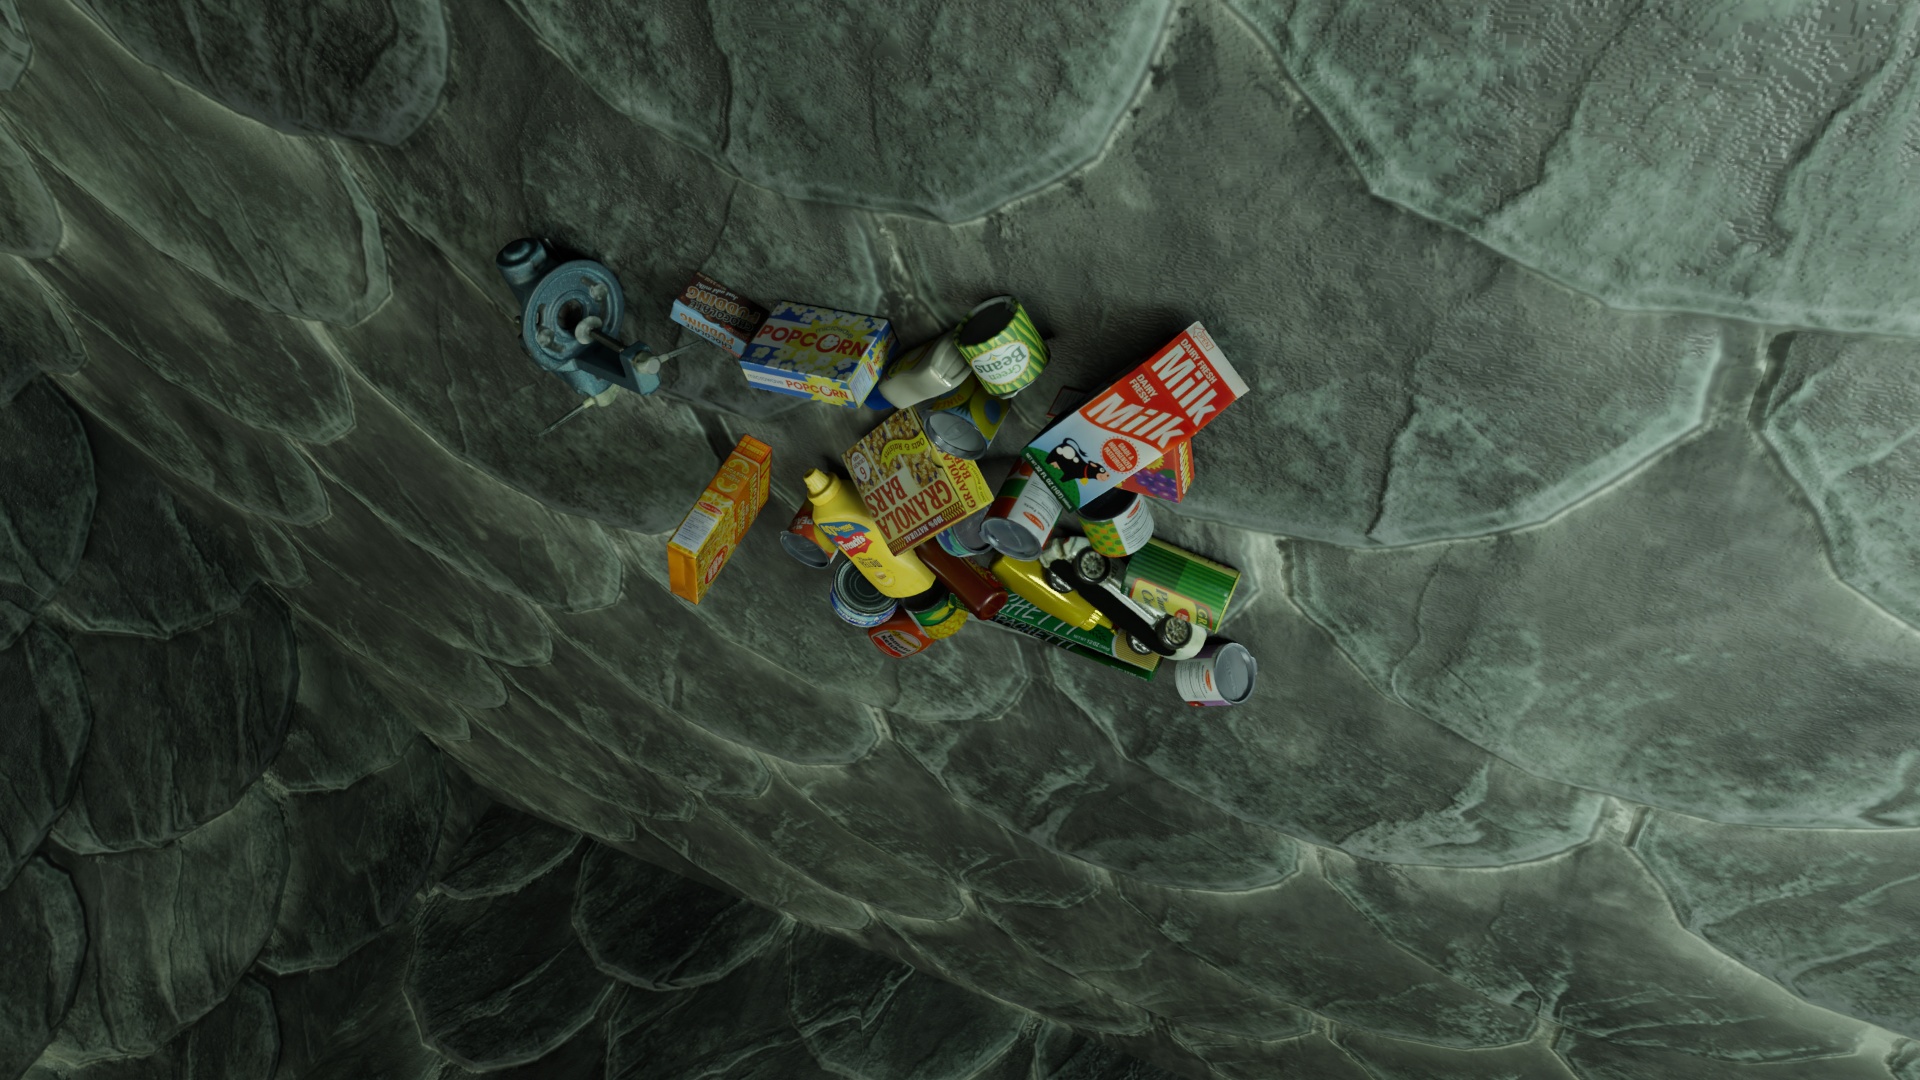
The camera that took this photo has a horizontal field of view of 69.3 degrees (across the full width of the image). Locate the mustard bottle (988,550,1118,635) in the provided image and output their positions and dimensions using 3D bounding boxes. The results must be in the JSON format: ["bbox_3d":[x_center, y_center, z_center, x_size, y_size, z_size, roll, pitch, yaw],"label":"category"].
[{"bbox_3d":[0.108,0.056,1.508,0.160,0.049,0.065,34,160,-11],"label":"mustard bottle"}]

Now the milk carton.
[{"bbox_3d":[0.147,-0.105,1.152,0.189,0.074,0.072,-33,98,40],"label":"milk carton"}]

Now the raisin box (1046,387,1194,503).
[{"bbox_3d":[0.146,-0.086,1.260,0.123,0.040,0.085,16,148,24],"label":"raisin box"}]

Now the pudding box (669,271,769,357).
[{"bbox_3d":[-0.238,-0.222,1.368,0.084,0.050,0.030,30,149,-2],"label":"pudding box"}]

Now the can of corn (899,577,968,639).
[{"bbox_3d":[-0.028,0.074,1.642,0.071,0.071,0.058,7,145,34],"label":"can of corn"}]

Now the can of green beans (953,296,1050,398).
[{"bbox_3d":[0.036,-0.168,1.197,0.071,0.071,0.057,0,140,41],"label":"can of green beans"}]

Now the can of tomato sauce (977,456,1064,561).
[{"bbox_3d":[0.065,-0.032,1.370,0.071,0.083,0.070,22,150,13],"label":"can of tomato sauce"}]

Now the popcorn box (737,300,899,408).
[{"bbox_3d":[-0.135,-0.177,1.313,0.127,0.085,0.038,14,147,25],"label":"popcorn box"}]

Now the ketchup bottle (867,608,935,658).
[{"bbox_3d":[-0.056,0.110,1.745,0.064,0.044,0.148,39,149,-18],"label":"ketchup bottle"}]

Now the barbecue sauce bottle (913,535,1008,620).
[{"bbox_3d":[-0.013,0.023,1.520,0.149,0.043,0.065,45,-178,18],"label":"barbecue sauce bottle"}]

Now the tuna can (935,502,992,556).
[{"bbox_3d":[0.005,-0.018,1.464,0.071,0.071,0.032,43,149,-23],"label":"tuna can"}]

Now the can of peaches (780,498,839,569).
[{"bbox_3d":[-0.171,-0.010,1.639,0.071,0.058,0.071,22,151,13],"label":"can of peaches"}]

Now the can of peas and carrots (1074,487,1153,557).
[{"bbox_3d":[0.144,-0.027,1.328,0.071,0.071,0.058,8,146,32],"label":"can of peas and carrots"}]

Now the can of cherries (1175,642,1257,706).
[{"bbox_3d":[0.275,0.144,1.490,0.071,0.072,0.058,44,148,-25],"label":"can of cherries"}]

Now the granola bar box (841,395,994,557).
[{"bbox_3d":[-0.047,-0.064,1.408,0.165,0.039,0.124,-30,87,57],"label":"granola bar box"}]

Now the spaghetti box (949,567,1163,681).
[{"bbox_3d":[0.108,0.090,1.563,0.250,0.050,0.028,20,148,15],"label":"spaghetti box"}]

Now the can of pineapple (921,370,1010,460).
[{"bbox_3d":[0.005,-0.120,1.309,0.071,0.058,0.070,21,150,13],"label":"can of pineapple"}]

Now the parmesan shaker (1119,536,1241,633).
[{"bbox_3d":[0.217,0.043,1.376,0.103,0.071,0.071,22,150,12],"label":"parmesan shaker"}]

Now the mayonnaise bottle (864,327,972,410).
[{"bbox_3d":[-0.043,-0.154,1.297,0.041,0.065,0.148,45,151,-20],"label":"mayonnaise bottle"}]

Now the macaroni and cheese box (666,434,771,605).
[{"bbox_3d":[-0.276,-0.024,1.596,0.040,0.167,0.123,27,151,5],"label":"macaroni and cheese box"}]
